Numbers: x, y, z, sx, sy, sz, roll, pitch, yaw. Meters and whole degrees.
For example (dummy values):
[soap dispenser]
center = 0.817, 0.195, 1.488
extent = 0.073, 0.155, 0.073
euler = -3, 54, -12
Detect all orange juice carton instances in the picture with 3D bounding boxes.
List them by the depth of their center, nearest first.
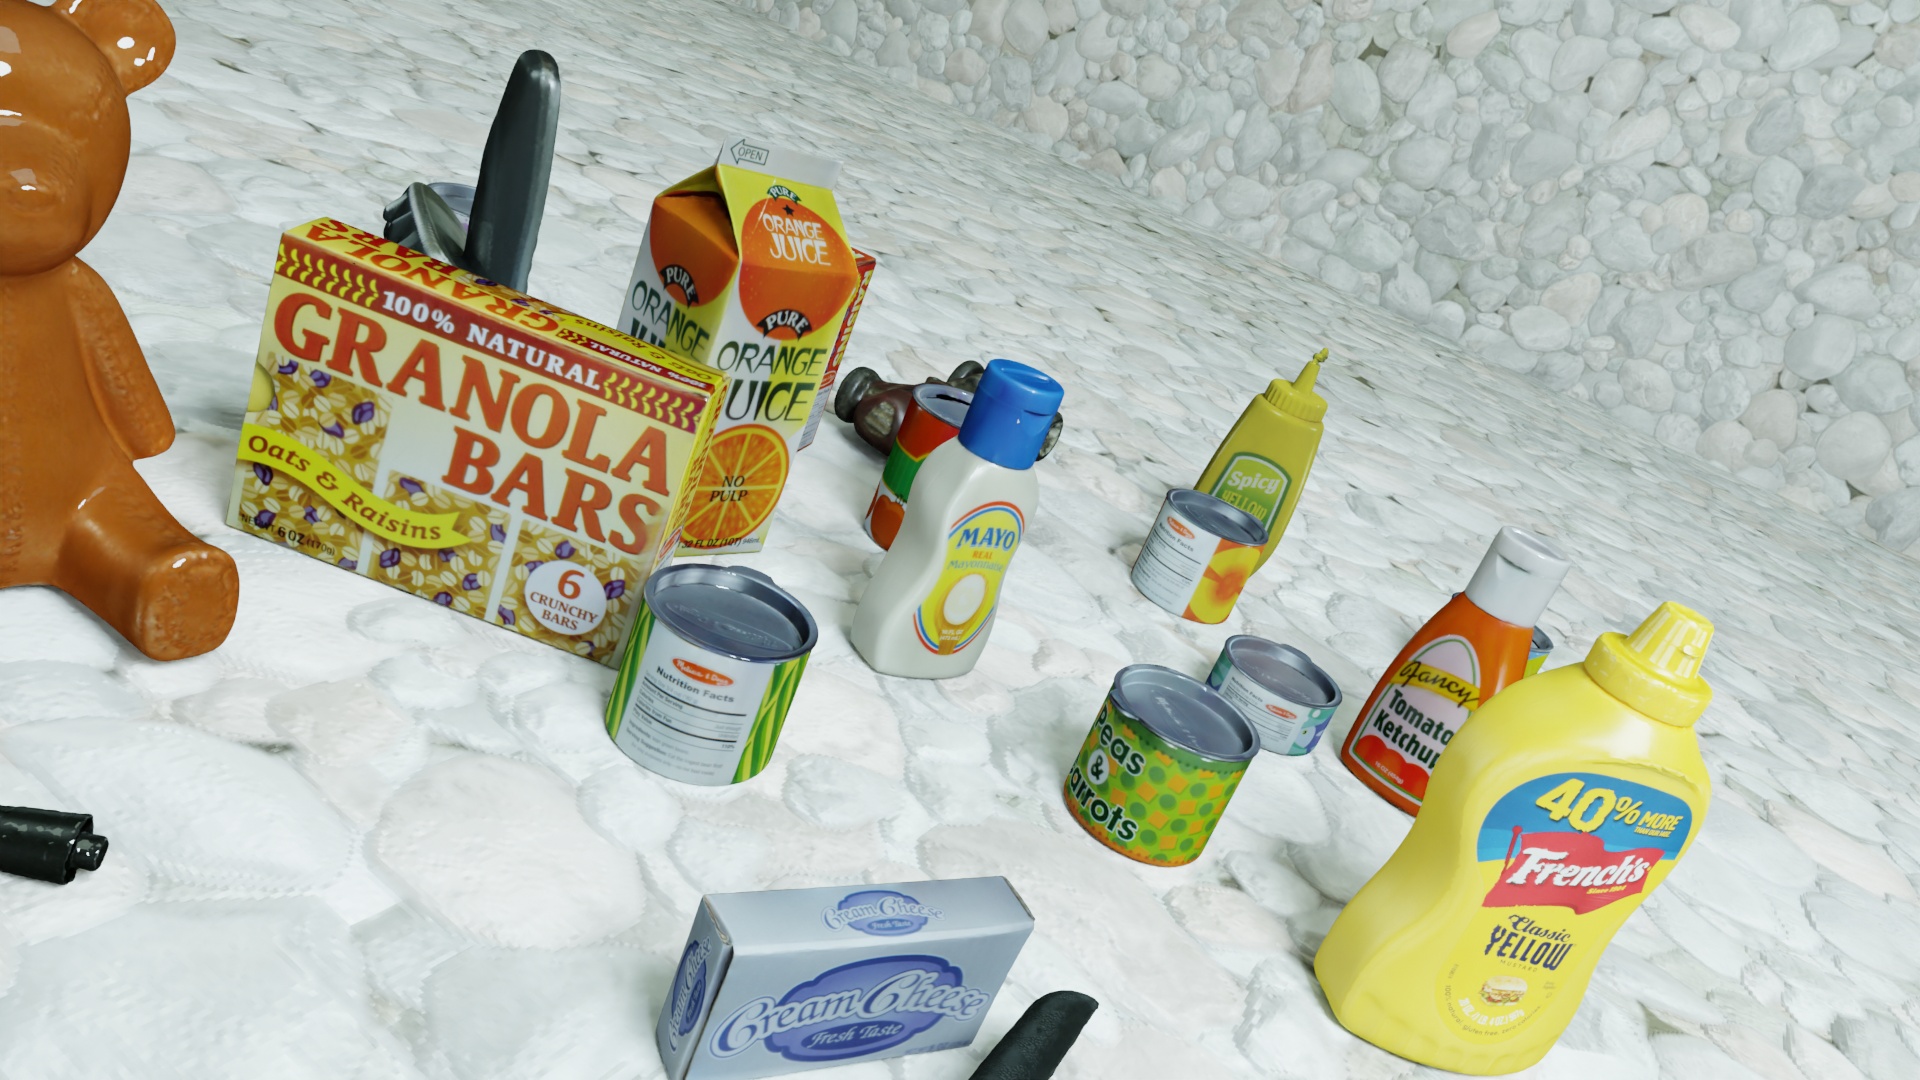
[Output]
[orange juice carton]
center = -0.111, -0.092, 0.650
extent = 0.072, 0.191, 0.073
euler = -3, 33, -48

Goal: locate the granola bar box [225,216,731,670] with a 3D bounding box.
[granola bar box]
center = -0.188, -0.036, 0.539
extent = 0.165, 0.123, 0.039
euler = 21, 22, -4

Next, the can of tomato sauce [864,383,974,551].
[can of tomato sauce]
center = -0.008, -0.033, 0.758
extent = 0.071, 0.082, 0.071
euler = 19, 22, -8

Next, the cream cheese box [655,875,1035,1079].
[cream cheese box]
center = -0.032, 0.128, 0.407
extent = 0.104, 0.053, 0.024
euler = 6, 27, -35

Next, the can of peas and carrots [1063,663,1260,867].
[can of peas and carrots]
center = 0.082, 0.094, 0.584
extent = 0.071, 0.058, 0.071
euler = 19, 22, -8

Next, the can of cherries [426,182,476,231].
[can of cherries]
center = -0.297, -0.178, 0.847
extent = 0.071, 0.058, 0.072
euler = 19, 22, -8

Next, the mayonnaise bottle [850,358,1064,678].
[mayonnaise bottle]
center = 0.002, -0.008, 0.624
extent = 0.065, 0.147, 0.041
euler = 5, 28, -37

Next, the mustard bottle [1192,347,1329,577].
[mustard bottle]
center = 0.194, -0.052, 0.889
extent = 0.065, 0.159, 0.049
euler = 25, 22, 6

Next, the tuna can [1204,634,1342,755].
[tuna can]
center = 0.163, 0.080, 0.728
extent = 0.071, 0.032, 0.071
euler = 19, 22, -8

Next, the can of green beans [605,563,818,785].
[can of green beans]
center = -0.094, 0.050, 0.521
extent = 0.071, 0.057, 0.071
euler = 19, 22, -8

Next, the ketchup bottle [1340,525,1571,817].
[ketchup bottle]
center = 0.250, 0.064, 0.692
extent = 0.043, 0.148, 0.065
euler = -3, 33, -48

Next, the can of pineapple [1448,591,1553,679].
[can of pineapple]
center = 0.320, 0.073, 0.859
extent = 0.071, 0.057, 0.071
euler = 19, 22, -8

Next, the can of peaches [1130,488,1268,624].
[can of peaches]
center = 0.145, 0.010, 0.838
extent = 0.071, 0.057, 0.071
euler = 19, 22, -8

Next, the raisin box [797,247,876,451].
[raisin box]
center = -0.111, -0.124, 0.814
extent = 0.086, 0.123, 0.040
euler = 27, 22, 11
